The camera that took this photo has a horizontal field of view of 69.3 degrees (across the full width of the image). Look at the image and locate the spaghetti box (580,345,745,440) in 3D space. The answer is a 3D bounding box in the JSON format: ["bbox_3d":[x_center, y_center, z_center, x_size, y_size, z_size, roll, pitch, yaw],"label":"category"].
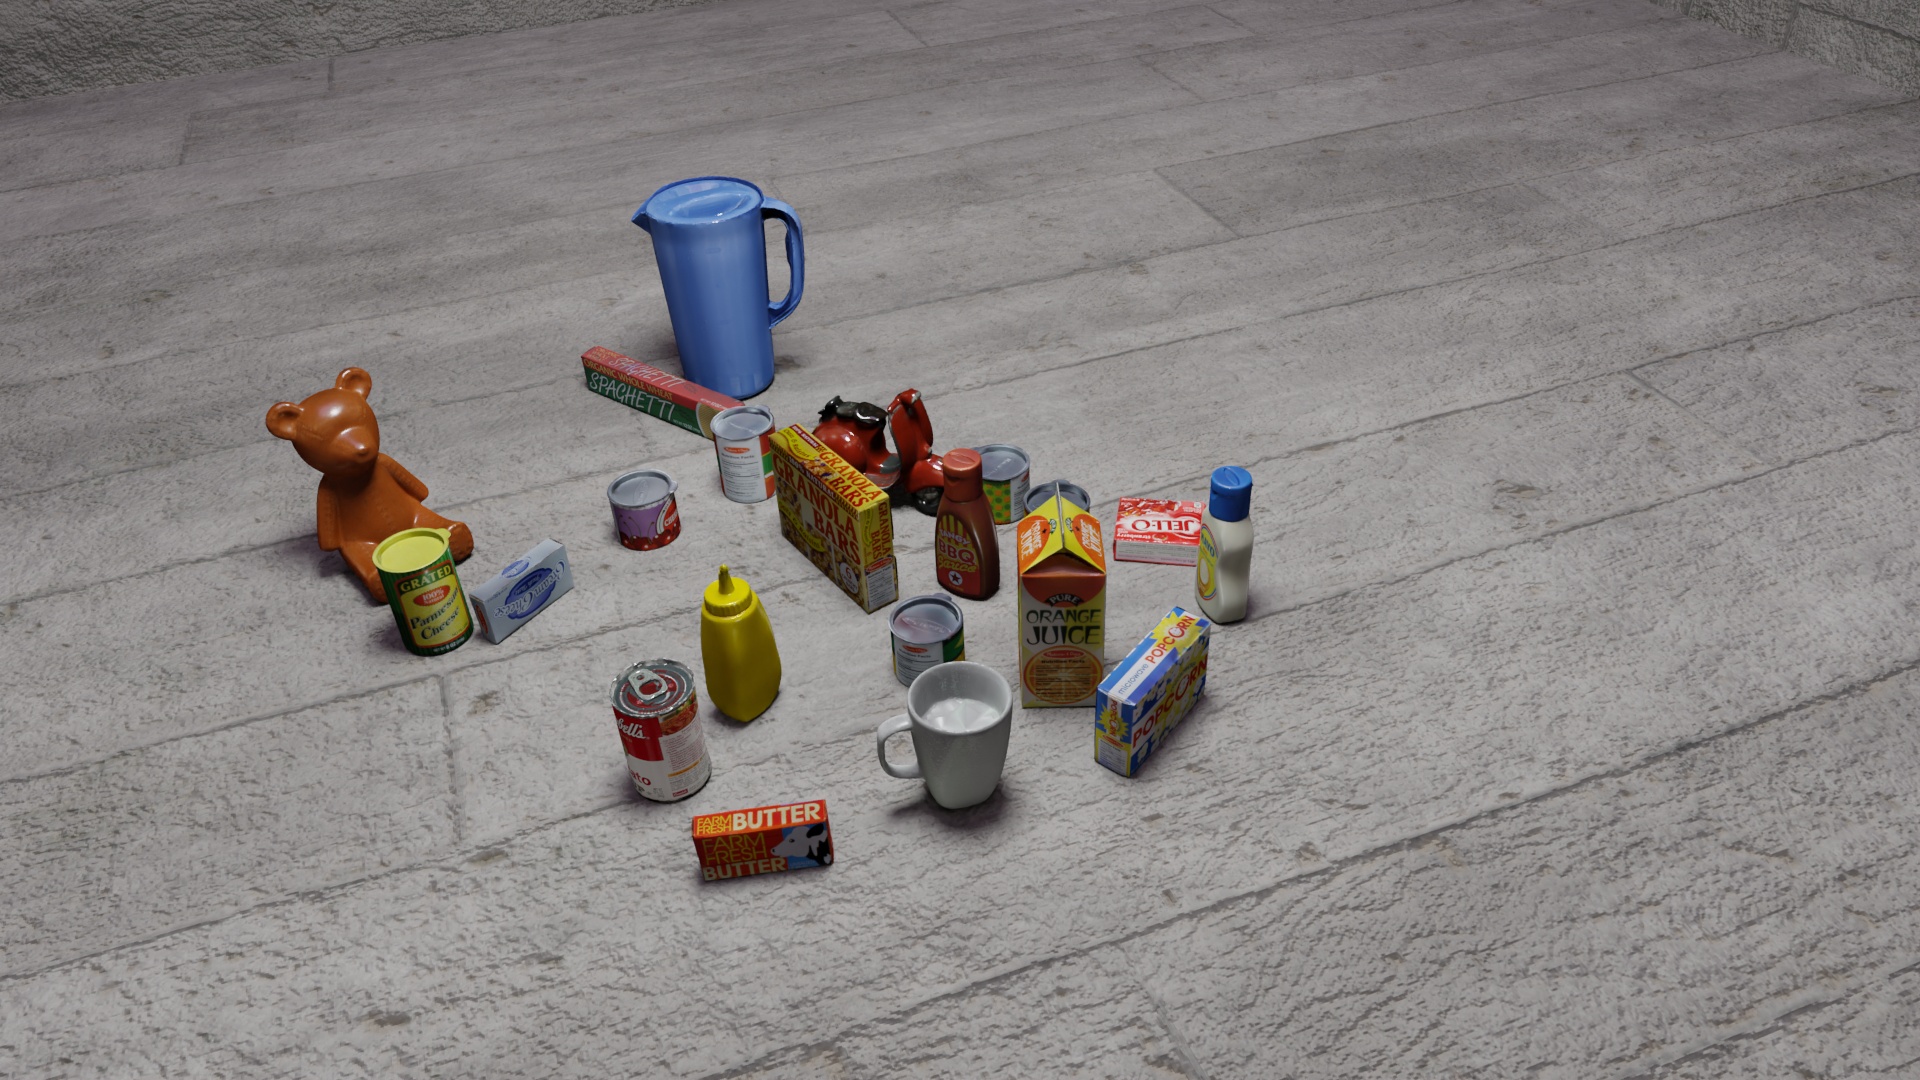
[{"bbox_3d":[-0.346,-0.169,1.616,0.250,0.050,0.029,22,44,30],"label":"spaghetti box"}]

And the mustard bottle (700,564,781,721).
[{"bbox_3d":[-0.191,0.080,1.183,0.049,0.159,0.066,18,42,26],"label":"mustard bottle"}]

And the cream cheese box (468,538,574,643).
[{"bbox_3d":[-0.419,0.047,1.329,0.024,0.053,0.104,19,42,27],"label":"cream cheese box"}]

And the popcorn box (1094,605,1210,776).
[{"bbox_3d":[0.161,0.125,1.161,0.038,0.084,0.127,23,44,30],"label":"popcorn box"}]

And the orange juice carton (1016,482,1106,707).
[{"bbox_3d":[0.085,0.049,1.179,0.073,0.191,0.072,-2,37,2],"label":"orange juice carton"}]

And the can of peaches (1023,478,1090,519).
[{"bbox_3d":[0.096,-0.018,1.379,0.071,0.057,0.071,-2,37,1],"label":"can of peaches"}]

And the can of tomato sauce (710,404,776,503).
[{"bbox_3d":[-0.226,-0.093,1.479,0.071,0.082,0.071,-2,37,1],"label":"can of tomato sauce"}]

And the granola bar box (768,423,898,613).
[{"bbox_3d":[-0.123,-0.024,1.346,0.039,0.123,0.166,-25,42,-27],"label":"granola bar box"}]

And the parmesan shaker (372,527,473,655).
[{"bbox_3d":[-0.496,0.047,1.293,0.071,0.102,0.072,-2,37,1],"label":"parmesan shaker"}]

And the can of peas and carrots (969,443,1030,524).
[{"bbox_3d":[0.037,-0.059,1.437,0.071,0.058,0.071,-2,37,1],"label":"can of peas and carrots"}]

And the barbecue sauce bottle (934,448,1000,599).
[{"bbox_3d":[0.005,-0.016,1.308,0.065,0.147,0.044,21,43,29],"label":"barbecue sauce bottle"}]

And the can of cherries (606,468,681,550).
[{"bbox_3d":[-0.321,-0.031,1.423,0.071,0.058,0.072,-2,37,1],"label":"can of cherries"}]

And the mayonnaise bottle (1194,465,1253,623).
[{"bbox_3d":[0.242,0.002,1.269,0.041,0.147,0.065,-11,37,-10],"label":"mayonnaise bottle"}]

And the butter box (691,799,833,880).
[{"bbox_3d":[-0.151,0.231,1.068,0.103,0.052,0.024,-6,37,-5],"label":"butter box"}]

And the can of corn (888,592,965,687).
[{"bbox_3d":[-0.028,0.090,1.243,0.071,0.058,0.071,-2,37,1],"label":"can of corn"}]
